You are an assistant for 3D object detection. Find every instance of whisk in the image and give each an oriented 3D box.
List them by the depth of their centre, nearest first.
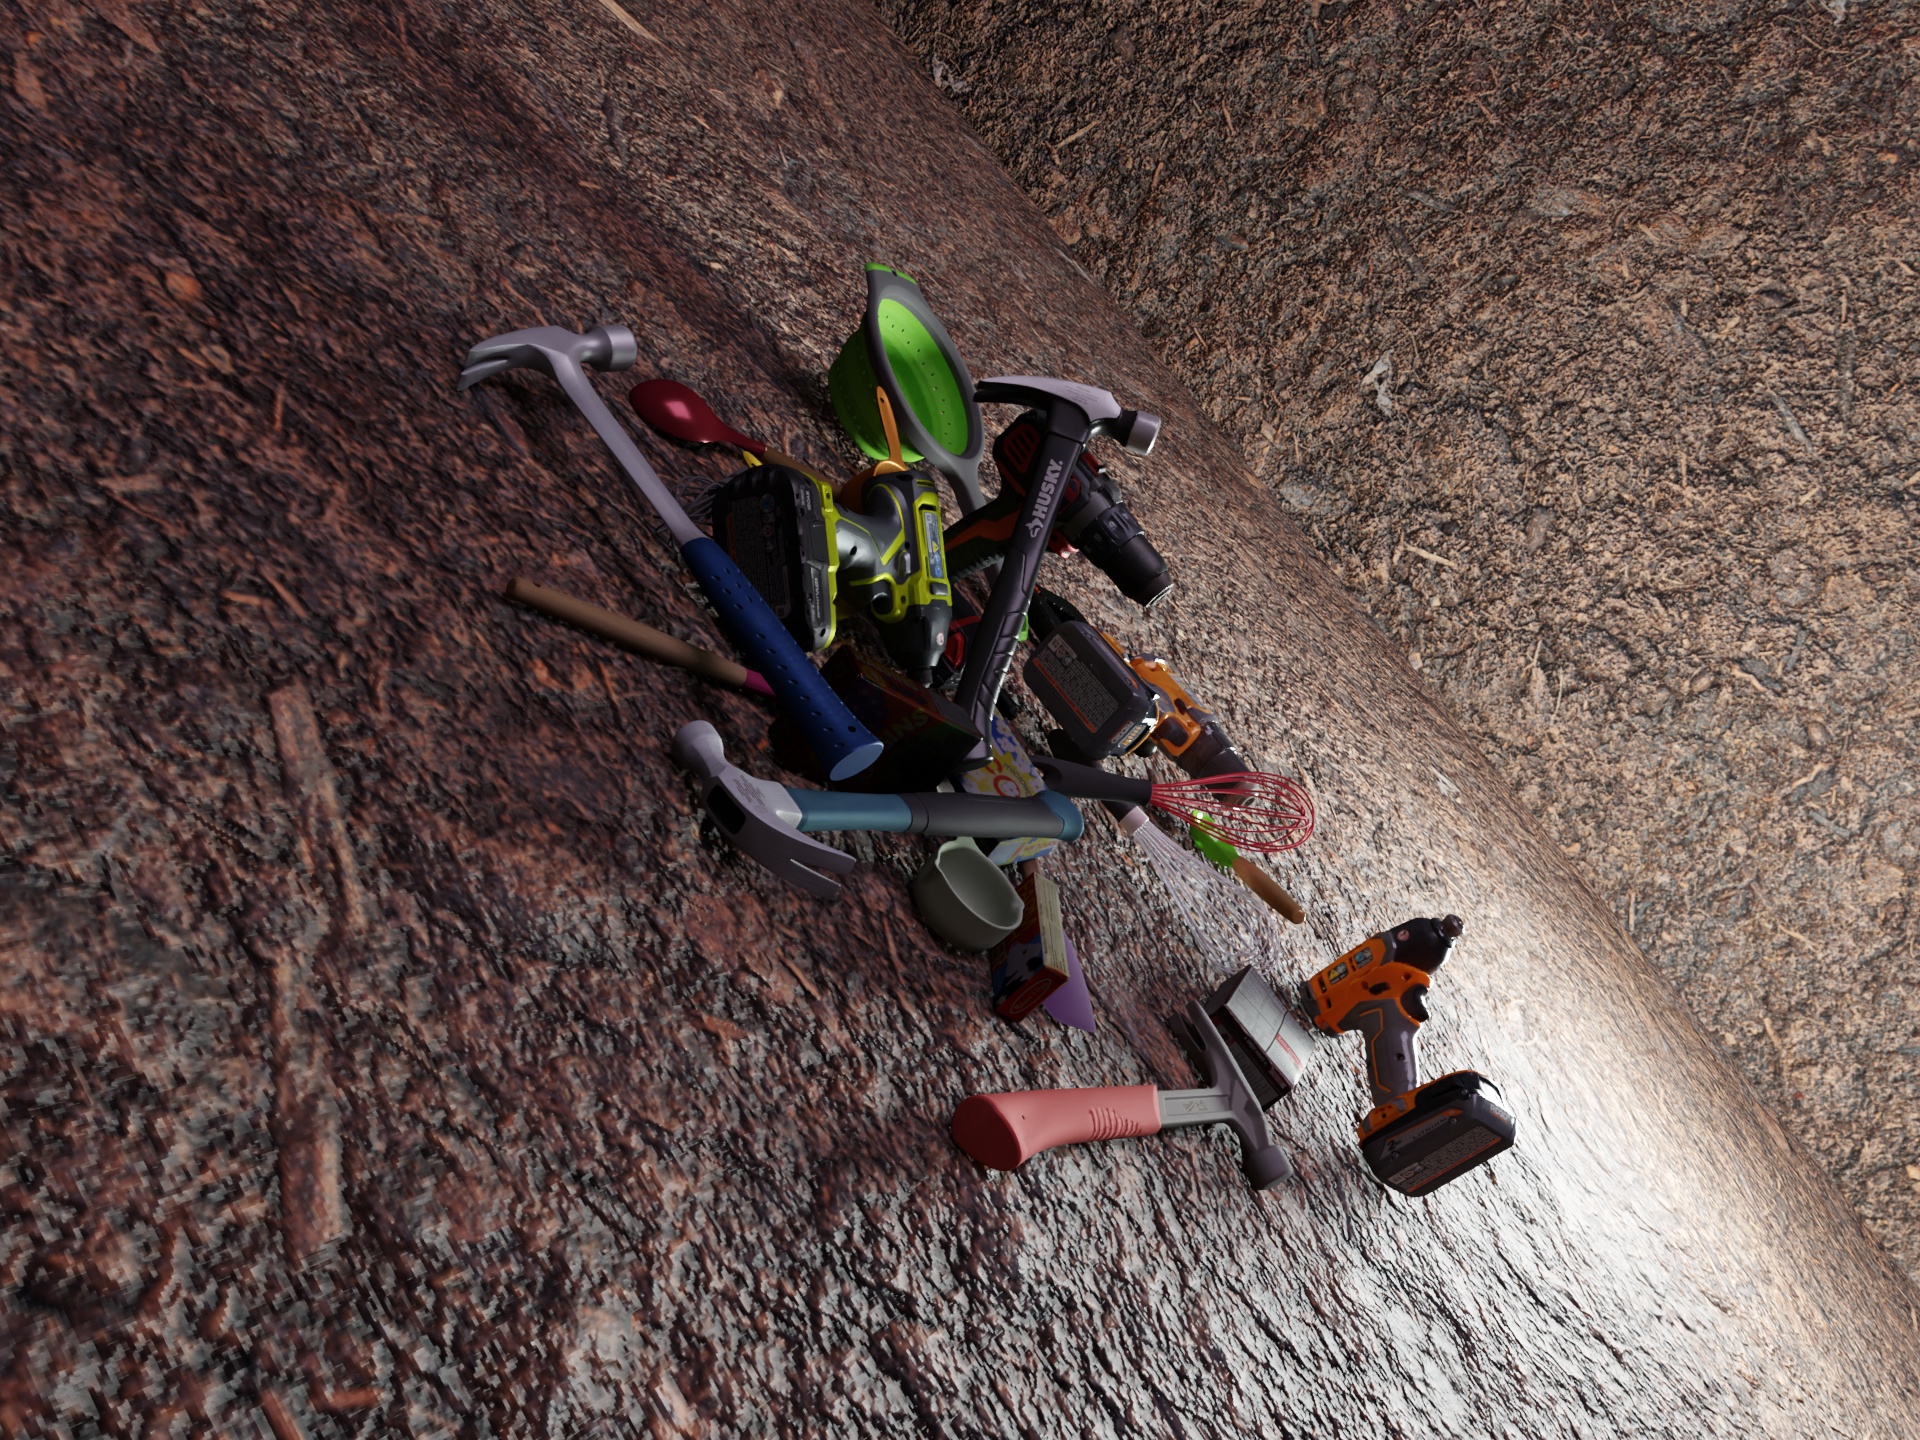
[{"bbox_3d":[-0.182,-0.171,1.230,0.055,0.055,0.239,46,18,-6],"label":"whisk"},{"bbox_3d":[0.177,0.065,1.371,0.295,0.073,0.073,10,37,-19],"label":"whisk"},{"bbox_3d":[0.176,0.112,1.406,0.285,0.070,0.070,48,22,12],"label":"whisk"}]

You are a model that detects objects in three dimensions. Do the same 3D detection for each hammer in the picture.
[{"bbox_3d":[-0.032,0.061,1.059,0.330,0.033,0.128,5,37,-48],"label":"hammer"},{"bbox_3d":[-0.187,-0.122,1.060,0.144,0.035,0.406,-17,61,-45],"label":"hammer"},{"bbox_3d":[0.107,0.255,1.071,0.358,0.036,0.149,16,39,-53],"label":"hammer"},{"bbox_3d":[0.039,-0.114,1.209,0.146,0.335,0.035,20,-18,-3],"label":"hammer"}]

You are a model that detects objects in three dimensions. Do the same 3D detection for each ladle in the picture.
[{"bbox_3d":[-0.157,-0.222,1.382,0.315,0.031,0.069,24,35,-48],"label":"ladle"}]

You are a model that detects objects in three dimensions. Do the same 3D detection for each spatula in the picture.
[{"bbox_3d":[0.050,0.109,1.228,0.059,0.018,0.316,24,32,-29],"label":"spatula"}]

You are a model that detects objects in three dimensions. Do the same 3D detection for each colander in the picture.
[{"bbox_3d":[-0.038,-0.252,1.586,0.204,0.094,0.397,-11,80,-65],"label":"colander"}]

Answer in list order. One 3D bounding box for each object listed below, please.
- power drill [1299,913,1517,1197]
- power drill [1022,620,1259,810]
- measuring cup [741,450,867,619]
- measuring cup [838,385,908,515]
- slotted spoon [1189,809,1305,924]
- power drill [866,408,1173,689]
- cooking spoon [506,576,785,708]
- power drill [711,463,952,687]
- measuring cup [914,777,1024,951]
[{"bbox_3d":[0.399,0.280,1.394,0.084,0.164,0.227,34,28,-32],"label":"power drill"},{"bbox_3d":[0.175,0.002,1.463,0.226,0.084,0.186,15,32,-55],"label":"power drill"},{"bbox_3d":[-0.132,-0.146,1.268,0.156,0.029,0.062,52,26,-14],"label":"measuring cup"},{"bbox_3d":[-0.076,-0.220,1.435,0.095,0.052,0.174,22,49,-51],"label":"measuring cup"},{"bbox_3d":[0.256,0.135,1.426,0.070,0.031,0.314,44,3,-9],"label":"slotted spoon"},{"bbox_3d":[0.048,-0.121,1.320,0.188,0.226,0.080,51,23,7],"label":"power drill"},{"bbox_3d":[-0.168,-0.037,1.069,0.318,0.017,0.069,24,23,-45],"label":"cooking spoon"},{"bbox_3d":[-0.083,-0.108,1.203,0.223,0.080,0.171,-4,87,-59],"label":"power drill"},{"bbox_3d":[-0.008,0.095,1.122,0.083,0.038,0.168,28,26,-34],"label":"measuring cup"}]
